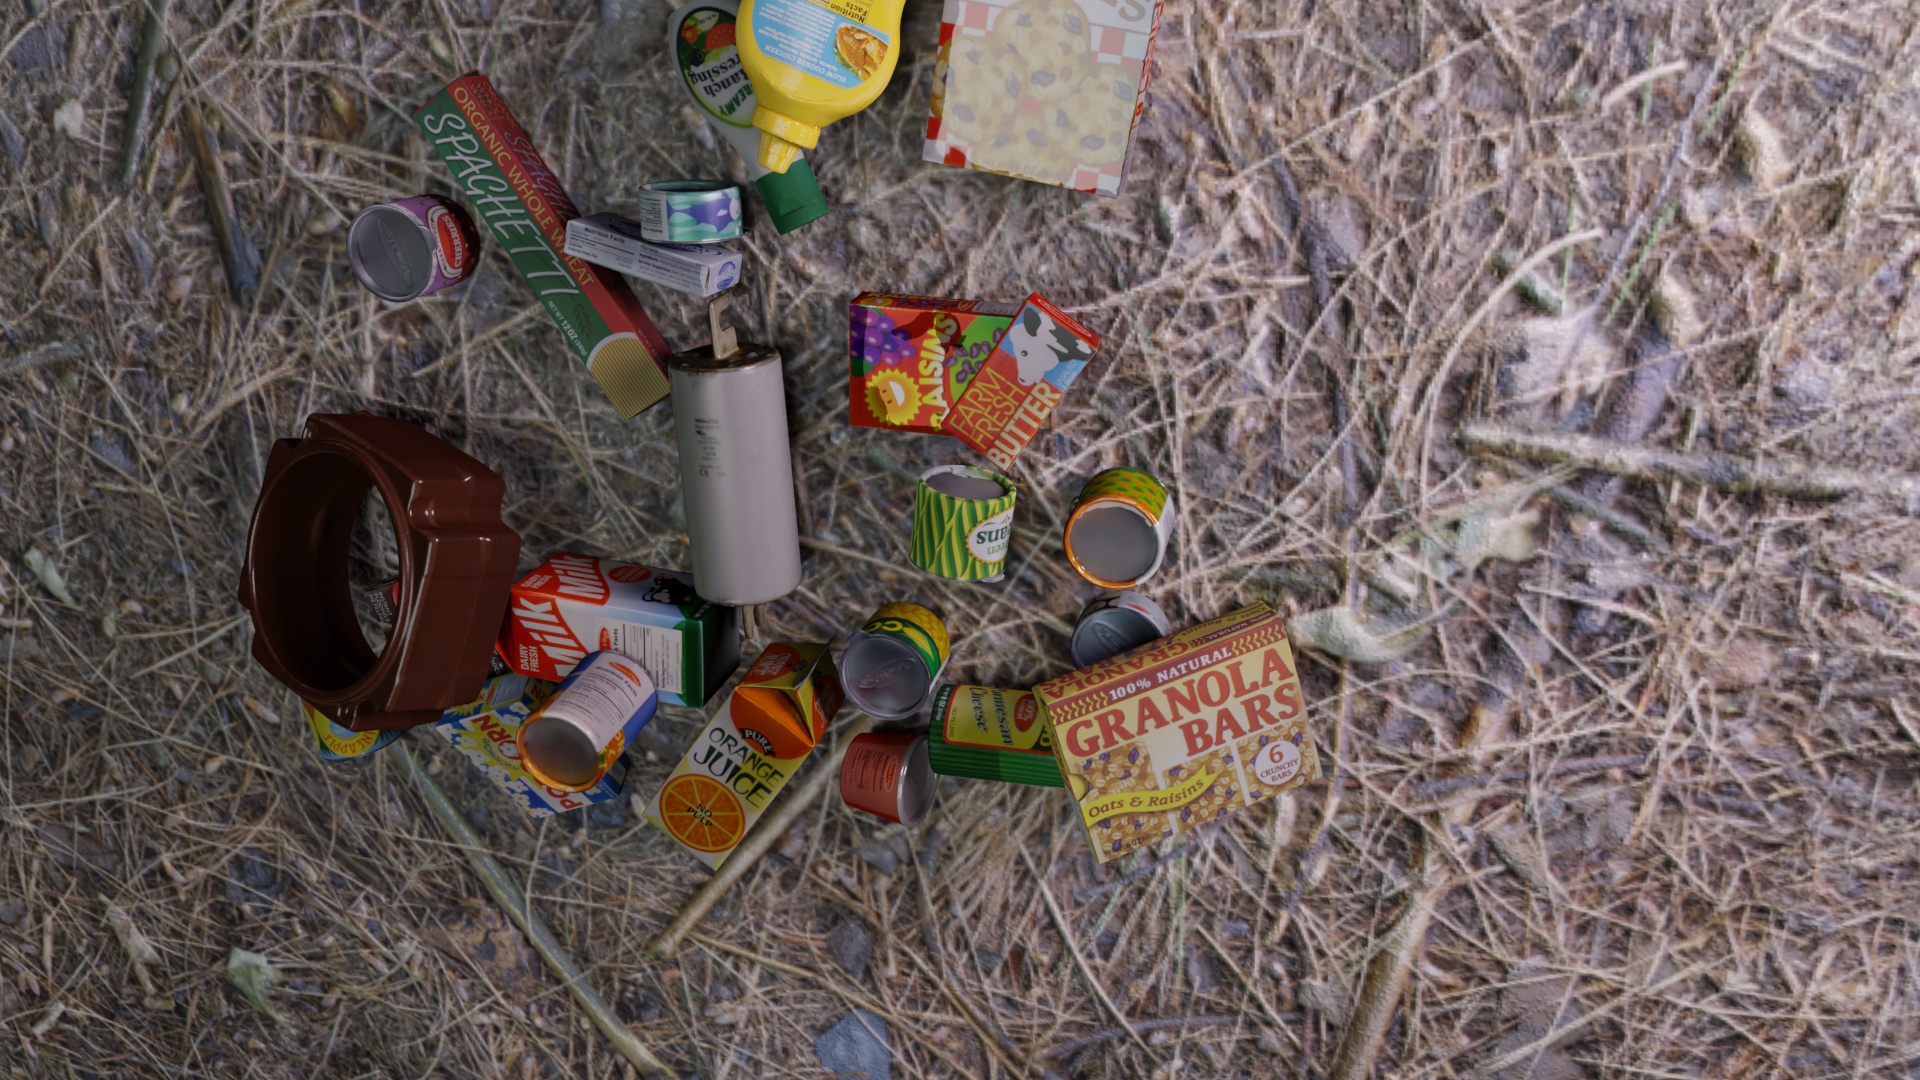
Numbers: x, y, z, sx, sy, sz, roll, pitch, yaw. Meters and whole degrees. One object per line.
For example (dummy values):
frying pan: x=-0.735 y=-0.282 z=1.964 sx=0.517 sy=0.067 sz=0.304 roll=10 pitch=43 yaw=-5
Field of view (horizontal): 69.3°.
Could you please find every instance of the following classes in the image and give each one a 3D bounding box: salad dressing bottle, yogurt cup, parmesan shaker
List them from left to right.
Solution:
salad dressing bottle: x=-0.130 y=-0.267 z=0.873 sx=0.064 sy=0.044 sz=0.147 roll=-23 pitch=104 yaw=13
yogurt cup: x=-0.053 y=0.172 z=1.018 sx=0.054 sy=0.073 sz=0.072 roll=7 pitch=113 yaw=21
parmesan shaker: x=0.034 y=0.139 z=0.975 sx=0.103 sy=0.071 sz=0.071 roll=4 pitch=112 yaw=14

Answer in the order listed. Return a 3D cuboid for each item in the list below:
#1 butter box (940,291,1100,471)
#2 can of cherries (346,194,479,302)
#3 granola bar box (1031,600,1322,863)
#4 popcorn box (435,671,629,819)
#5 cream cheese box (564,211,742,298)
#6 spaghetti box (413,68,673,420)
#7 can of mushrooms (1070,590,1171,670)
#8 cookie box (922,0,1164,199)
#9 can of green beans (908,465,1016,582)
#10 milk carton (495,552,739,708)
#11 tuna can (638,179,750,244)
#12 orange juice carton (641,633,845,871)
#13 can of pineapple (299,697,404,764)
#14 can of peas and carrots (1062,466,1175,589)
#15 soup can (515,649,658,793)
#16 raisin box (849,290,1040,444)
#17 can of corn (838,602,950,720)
butter box: x=0.036 y=-0.097 z=0.862 sx=0.053 sy=0.024 sz=0.103 roll=35 pitch=116 yaw=-2
can of cherries: x=-0.374 y=-0.203 z=0.959 sx=0.071 sy=0.058 sz=0.071 roll=5 pitch=112 yaw=14
granola bar box: x=0.145 y=0.127 z=0.919 sx=0.166 sy=0.039 sz=0.124 roll=-20 pitch=108 yaw=-5
popcorn box: x=-0.330 y=0.159 z=1.079 sx=0.085 sy=0.038 sz=0.126 roll=-17 pitch=128 yaw=21
cream cheese box: x=-0.203 y=-0.189 z=0.919 sx=0.104 sy=0.053 sz=0.024 roll=19 pitch=114 yaw=7
spaghetti box: x=-0.278 y=-0.199 z=0.950 sx=0.050 sy=0.029 sz=0.249 roll=-29 pitch=102 yaw=23
can of mushrooms: x=0.108 y=0.071 z=0.949 sx=0.071 sy=0.033 sz=0.070 roll=5 pitch=113 yaw=13
cookie box: x=0.052 y=-0.298 z=0.813 sx=0.123 sy=0.040 sz=0.166 roll=14 pitch=115 yaw=10
can of green beans: x=0.001 y=-0.012 z=0.927 sx=0.071 sy=0.071 sz=0.057 roll=12 pitch=114 yaw=10
milk carton: x=-0.265 y=0.061 z=1.027 sx=0.191 sy=0.072 sz=0.073 roll=9 pitch=113 yaw=11
tuna can: x=-0.171 y=-0.213 z=0.896 sx=0.071 sy=0.071 sz=0.032 roll=6 pitch=112 yaw=13
orange juice carton: x=-0.151 y=0.148 z=1.030 sx=0.073 sy=0.072 sz=0.192 roll=37 pitch=116 yaw=-2
can of pineapple: x=-0.491 y=0.138 z=1.121 sx=0.071 sy=0.071 sz=0.057 roll=-6 pitch=110 yaw=18
can of peas and carrots: x=0.101 y=-0.009 z=0.905 sx=0.071 sy=0.059 sz=0.070 roll=5 pitch=112 yaw=13
soup can: x=-0.259 y=0.127 z=0.964 sx=0.071 sy=0.084 sz=0.071 roll=6 pitch=116 yaw=13
raisin box: x=-0.009 y=-0.114 z=0.904 sx=0.123 sy=0.040 sz=0.085 roll=6 pitch=114 yaw=12
can of corn: x=-0.047 y=0.082 z=0.982 sx=0.071 sy=0.058 sz=0.071 roll=6 pitch=113 yaw=13
